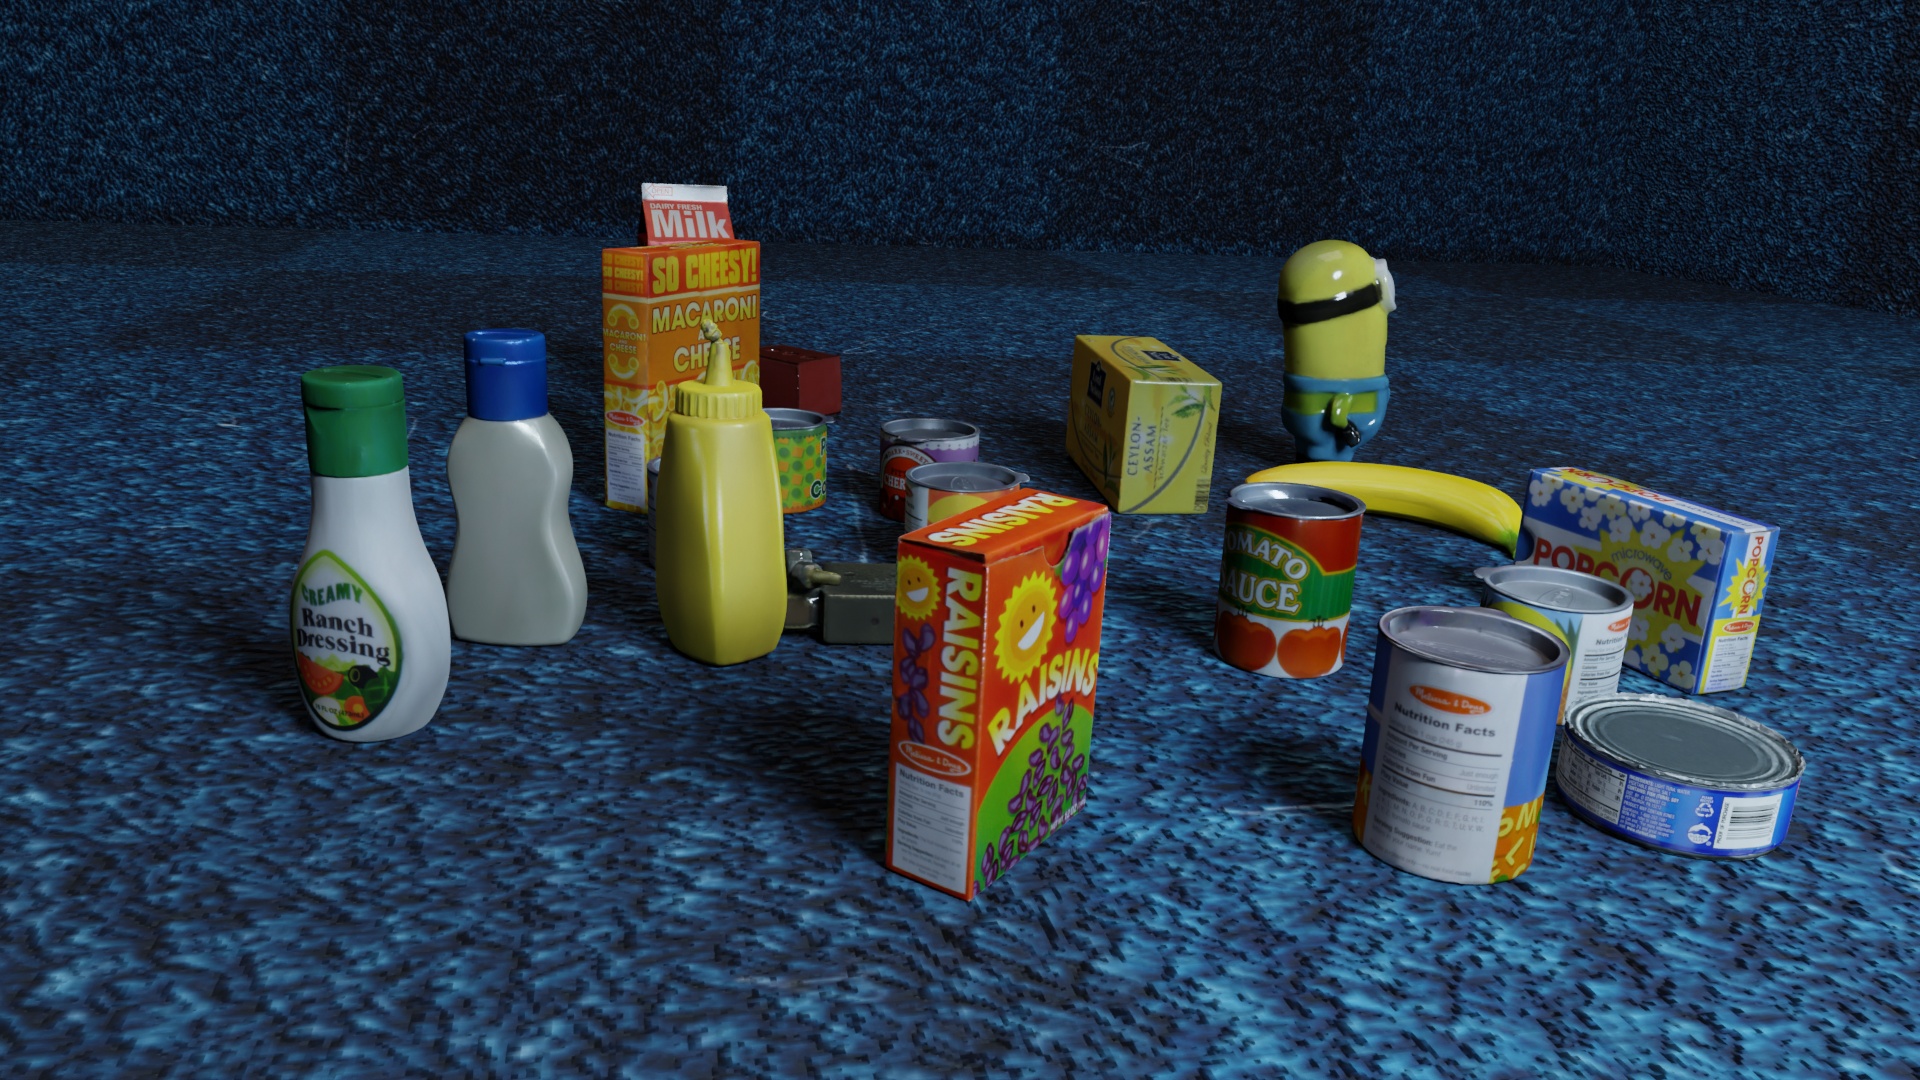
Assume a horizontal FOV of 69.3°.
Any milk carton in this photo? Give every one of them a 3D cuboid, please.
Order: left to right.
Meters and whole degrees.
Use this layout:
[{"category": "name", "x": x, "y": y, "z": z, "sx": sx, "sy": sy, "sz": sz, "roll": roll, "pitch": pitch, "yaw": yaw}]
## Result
[{"category": "milk carton", "x": -0.228, "y": -0.199, "z": 1.156, "sx": 0.072, "sy": 0.189, "sz": 0.073, "roll": -3, "pitch": 17, "yaw": -20}]

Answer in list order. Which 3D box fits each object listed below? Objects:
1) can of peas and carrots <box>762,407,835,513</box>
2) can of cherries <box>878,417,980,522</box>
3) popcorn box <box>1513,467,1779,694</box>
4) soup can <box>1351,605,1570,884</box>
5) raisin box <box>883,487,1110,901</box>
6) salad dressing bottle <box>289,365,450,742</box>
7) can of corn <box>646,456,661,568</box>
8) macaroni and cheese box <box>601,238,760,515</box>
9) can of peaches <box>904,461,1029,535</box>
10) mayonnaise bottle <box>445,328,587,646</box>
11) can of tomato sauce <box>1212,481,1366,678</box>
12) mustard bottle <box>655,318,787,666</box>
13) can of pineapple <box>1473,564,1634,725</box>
[{"category": "can of peas and carrots", "x": -0.119, "y": -0.054, "z": 0.924, "sx": 0.071, "sy": 0.058, "sz": 0.071, "roll": 3, "pitch": 17, "yaw": -1}, {"category": "can of cherries", "x": -0.022, "y": -0.046, "z": 0.914, "sx": 0.071, "sy": 0.058, "sz": 0.072, "roll": 3, "pitch": 17, "yaw": -1}, {"category": "popcorn box", "x": 0.351, "y": 0.017, "z": 0.724, "sx": 0.038, "sy": 0.085, "sz": 0.127, "roll": -5, "pitch": 18, "yaw": -24}, {"category": "soup can", "x": 0.184, "y": 0.073, "z": 0.514, "sx": 0.071, "sy": 0.083, "sz": 0.071, "roll": 3, "pitch": 17, "yaw": -1}, {"category": "raisin box", "x": 0.014, "y": 0.051, "z": 0.491, "sx": 0.040, "sy": 0.123, "sz": 0.086, "roll": 13, "pitch": 19, "yaw": 31}, {"category": "salad dressing bottle", "x": -0.239, "y": 0.005, "z": 0.556, "sx": 0.064, "sy": 0.147, "sz": 0.044, "roll": 8, "pitch": 17, "yaw": 16}, {"category": "can of corn", "x": -0.143, "y": -0.015, "z": 0.794, "sx": 0.071, "sy": 0.058, "sz": 0.071, "roll": 3, "pitch": 17, "yaw": -1}, {"category": "macaroni and cheese box", "x": -0.183, "y": -0.112, "z": 0.920, "sx": 0.040, "sy": 0.165, "sz": 0.124, "roll": 11, "pitch": 18, "yaw": 24}, {"category": "can of peaches", "x": 0.003, "y": -0.010, "z": 0.801, "sx": 0.071, "sy": 0.058, "sz": 0.071, "roll": 3, "pitch": 17, "yaw": -1}, {"category": "mayonnaise bottle", "x": -0.212, "y": -0.025, "z": 0.658, "sx": 0.065, "sy": 0.147, "sz": 0.041, "roll": 3, "pitch": 16, "yaw": 0}, {"category": "can of tomato sauce", "x": 0.161, "y": 0.019, "z": 0.690, "sx": 0.071, "sy": 0.082, "sz": 0.071, "roll": 3, "pitch": 17, "yaw": -1}, {"category": "mustard bottle", "x": -0.112, "y": -0.024, "z": 0.652, "sx": 0.049, "sy": 0.159, "sz": 0.065, "roll": -12, "pitch": 22, "yaw": -41}, {"category": "can of pineapple", "x": 0.276, "y": 0.048, "z": 0.657, "sx": 0.071, "sy": 0.057, "sz": 0.071, "roll": 3, "pitch": 17, "yaw": -1}]
